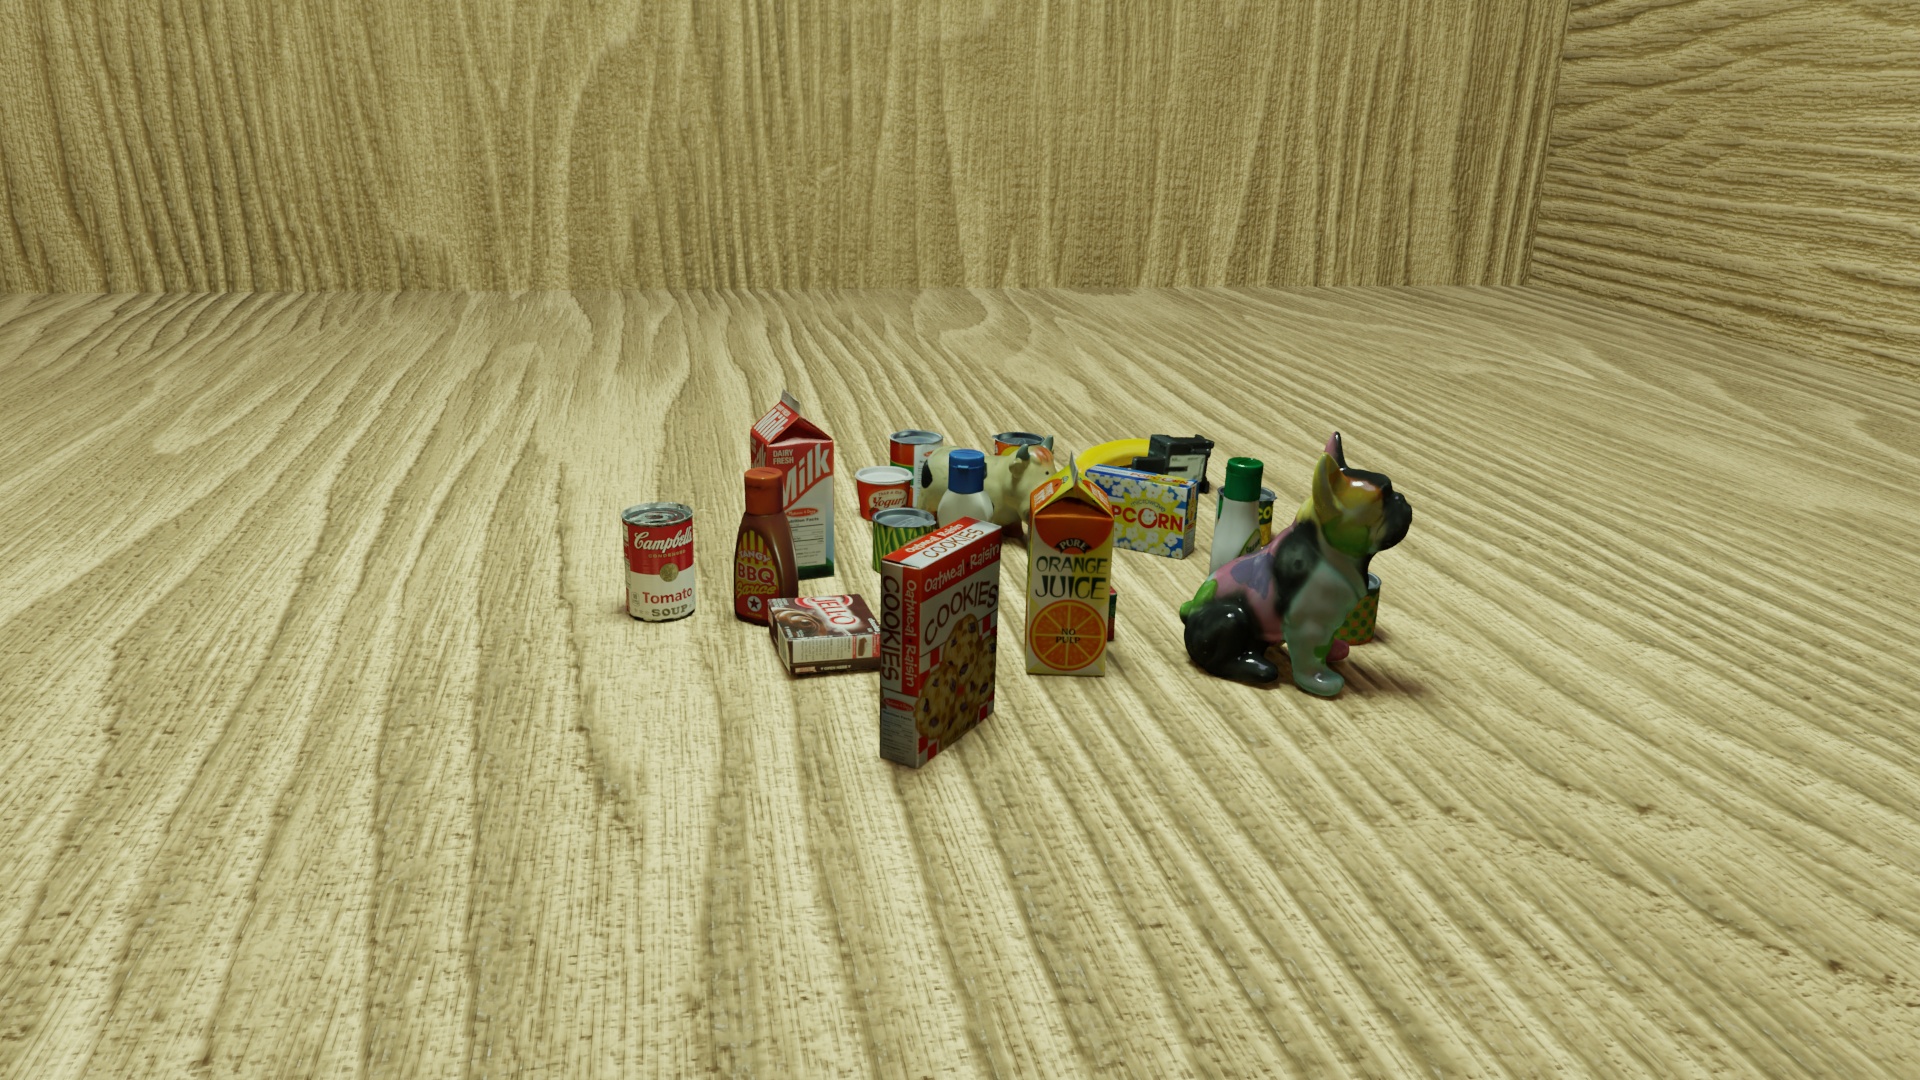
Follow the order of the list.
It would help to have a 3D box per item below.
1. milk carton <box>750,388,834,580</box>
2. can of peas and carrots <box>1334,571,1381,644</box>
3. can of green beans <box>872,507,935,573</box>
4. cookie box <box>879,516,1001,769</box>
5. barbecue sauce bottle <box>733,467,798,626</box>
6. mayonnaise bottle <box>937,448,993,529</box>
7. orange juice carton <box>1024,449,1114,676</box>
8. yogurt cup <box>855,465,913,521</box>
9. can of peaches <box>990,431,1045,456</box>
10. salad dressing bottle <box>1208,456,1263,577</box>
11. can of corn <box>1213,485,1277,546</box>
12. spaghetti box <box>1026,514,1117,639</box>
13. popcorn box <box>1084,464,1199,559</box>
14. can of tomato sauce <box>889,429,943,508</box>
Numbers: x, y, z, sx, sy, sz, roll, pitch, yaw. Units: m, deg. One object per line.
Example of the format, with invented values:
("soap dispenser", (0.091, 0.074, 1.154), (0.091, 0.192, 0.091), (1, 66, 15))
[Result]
("milk carton", (-0.176, -0.059, 1.453), (0.073, 0.189, 0.072), (-6, 20, -22))
("can of peas and carrots", (0.368, 0.063, 1.345), (0.071, 0.058, 0.071), (1, 19, 0))
("can of green beans", (-0.062, 0.002, 1.488), (0.071, 0.057, 0.071), (1, 19, 0))
("cookie box", (-0.016, 0.078, 1.101), (0.040, 0.166, 0.123), (12, 21, 28))
("barbecue sauce bottle", (-0.187, 0.005, 1.328), (0.065, 0.148, 0.044), (10, 20, 24))
("mayonnaise bottle", (0.005, -0.018, 1.412), (0.065, 0.147, 0.041), (5, 19, 11))
("orange juice carton", (0.097, 0.019, 1.243), (0.073, 0.192, 0.072), (2, 18, 1))
("yogurt cup", (-0.092, -0.055, 1.658), (0.072, 0.053, 0.072), (1, 19, 0))
("can of peaches", (0.074, -0.107, 1.817), (0.071, 0.057, 0.071), (1, 19, 0))
("salad dressing bottle", (0.283, -0.010, 1.413), (0.044, 0.147, 0.064), (17, 24, 38))
("can of corn", (0.330, -0.028, 1.608), (0.071, 0.058, 0.071), (1, 19, 0))
("spaghetti box", (0.110, 0.033, 1.422), (0.029, 0.050, 0.251), (-2, 19, -11))
("popcorn box", (0.202, -0.034, 1.572), (0.127, 0.085, 0.038), (11, 21, 27))
("can of tomato sauce", (-0.056, -0.089, 1.716), (0.071, 0.082, 0.071), (1, 19, 0))
